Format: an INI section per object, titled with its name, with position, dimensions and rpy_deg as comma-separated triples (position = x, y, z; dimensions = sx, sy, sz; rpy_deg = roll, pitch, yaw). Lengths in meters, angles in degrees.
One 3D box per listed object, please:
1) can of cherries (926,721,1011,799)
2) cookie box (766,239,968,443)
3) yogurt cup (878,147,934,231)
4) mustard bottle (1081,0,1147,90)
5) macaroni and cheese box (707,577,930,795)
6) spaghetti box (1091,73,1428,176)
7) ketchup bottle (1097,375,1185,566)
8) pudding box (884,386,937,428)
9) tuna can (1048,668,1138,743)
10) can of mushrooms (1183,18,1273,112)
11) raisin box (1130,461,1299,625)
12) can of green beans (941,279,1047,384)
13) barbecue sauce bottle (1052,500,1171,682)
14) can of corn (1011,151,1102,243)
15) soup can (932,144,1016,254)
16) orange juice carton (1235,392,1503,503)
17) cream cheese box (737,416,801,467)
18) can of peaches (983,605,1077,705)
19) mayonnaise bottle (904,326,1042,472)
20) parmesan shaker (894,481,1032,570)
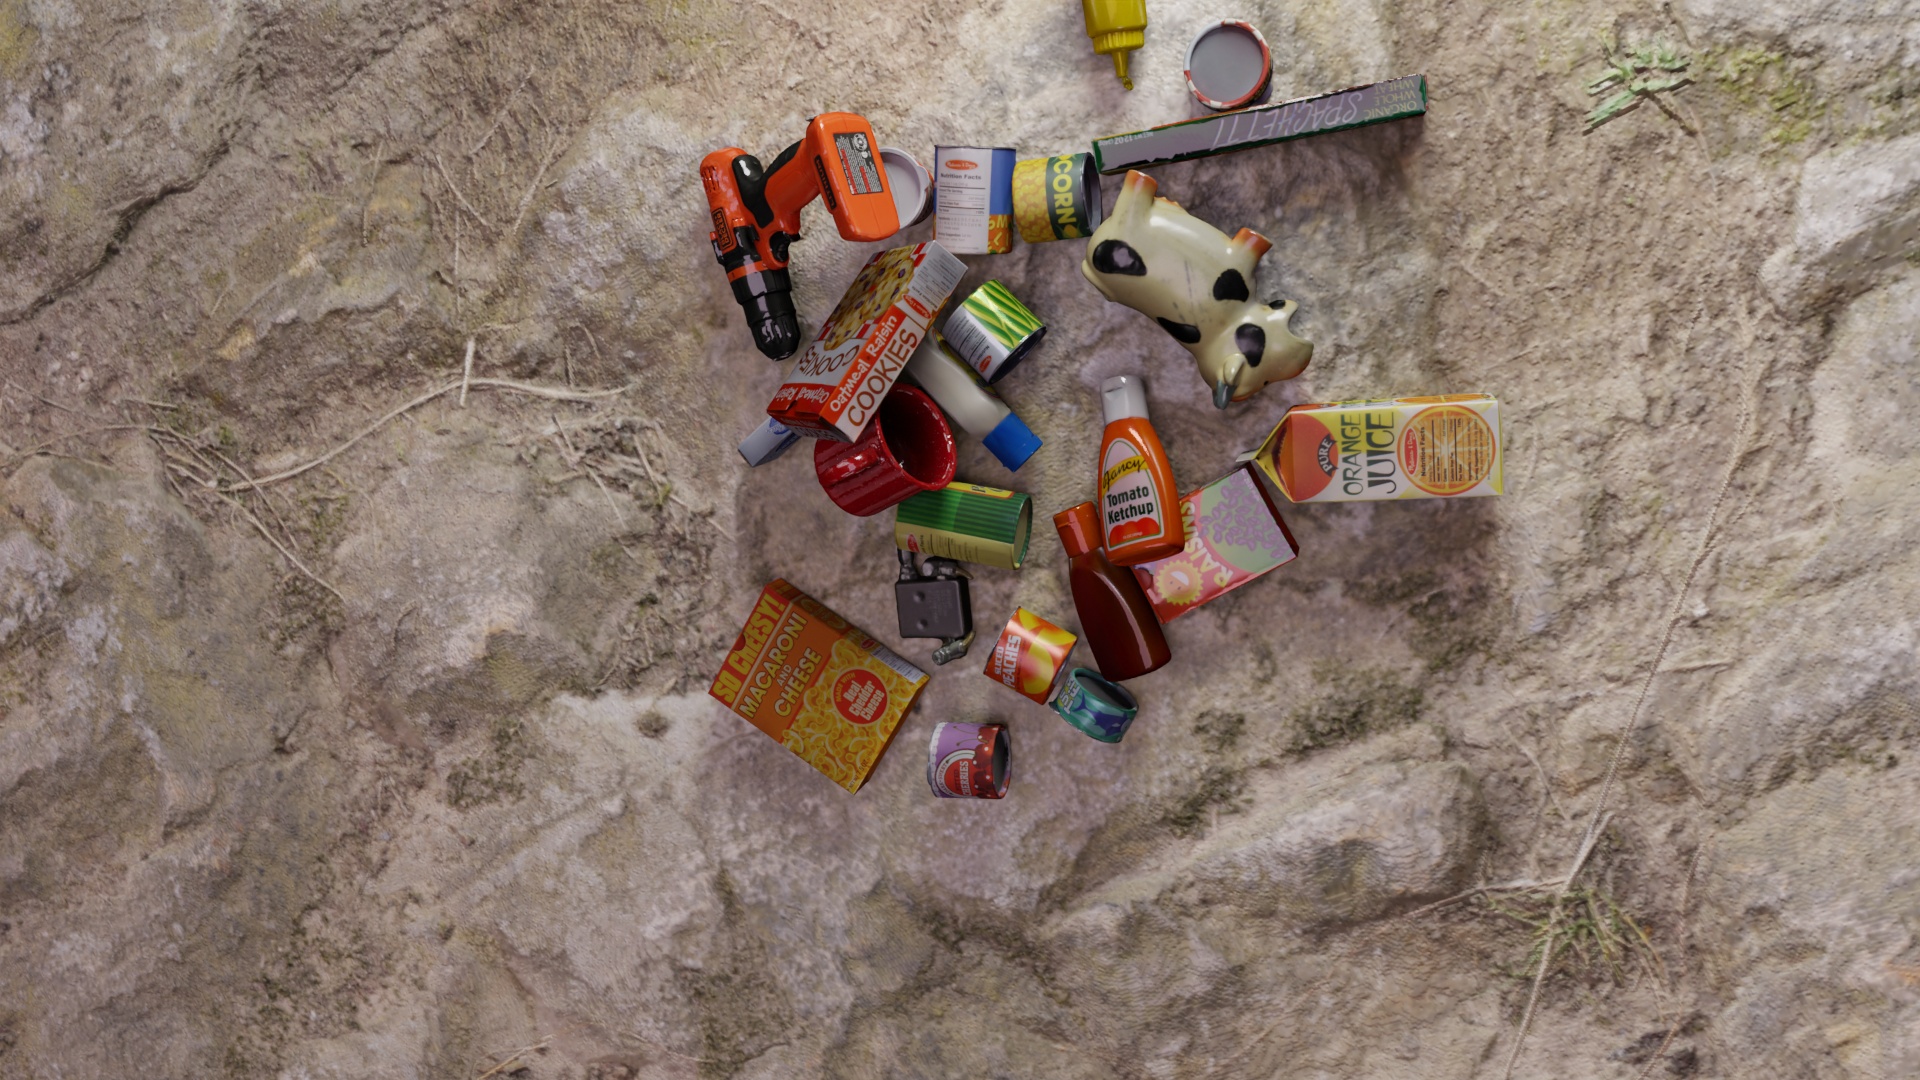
[can of cherries]
position = 0.008, 0.193, 1.205
dimensions = 0.058, 0.072, 0.071
rpy_deg = -1, 100, 17
[cookie box]
position = -0.078, -0.158, 1.106
dimensions = 0.040, 0.123, 0.168
rpy_deg = 37, 79, -25
[yogurt cup]
position = -0.053, -0.287, 1.144
dimensions = 0.072, 0.054, 0.072
rpy_deg = 3, 101, 16
[mustard bottle]
position = 0.115, -0.427, 1.064
dimensions = 0.049, 0.065, 0.159
rpy_deg = -6, 102, 14
[macaroni and cheese box]
position = -0.129, 0.130, 1.251
dimensions = 0.166, 0.040, 0.123
rpy_deg = 33, 107, 9
[spaghetti box]
position = 0.226, -0.315, 1.057
dimensions = 0.250, 0.050, 0.028
rpy_deg = -6, 100, 18
[ketchup bottle]
position = 0.138, -0.057, 1.110
dimensions = 0.064, 0.043, 0.149
rpy_deg = -16, 71, 31
[pudding box]
position = -0.065, -0.110, 1.183
dimensions = 0.083, 0.050, 0.030
rpy_deg = -8, 100, 19
[tuna can]
position = 0.112, 0.137, 1.165
dimensions = 0.071, 0.071, 0.032
rpy_deg = 30, 106, 10
[can of mushrooms]
position = 0.207, -0.362, 1.063
dimensions = 0.071, 0.033, 0.071
rpy_deg = 3, 100, 16
[raisin box]
position = 0.200, 0.002, 1.129
dimensions = 0.123, 0.040, 0.086
rpy_deg = -29, 92, 20
[can of green beans]
position = 0.027, -0.171, 1.135
dimensions = 0.058, 0.071, 0.071
rpy_deg = 46, 109, 5
[barbecue sauce bottle]
position = 0.121, 0.042, 1.155
dimensions = 0.064, 0.044, 0.148
rpy_deg = -21, 92, 46
[can of corn]
position = 0.076, -0.271, 1.099
dimensions = 0.058, 0.071, 0.071
rpy_deg = -3, 99, 18
[soup can]
position = 0.012, -0.276, 1.121
dimensions = 0.071, 0.071, 0.083
rpy_deg = 6, 107, 16
[orange juice carton]
position = 0.311, -0.070, 1.065
dimensions = 0.192, 0.072, 0.073
rpy_deg = -2, 99, 17
[cream cheese box]
position = -0.143, -0.106, 1.205
dimensions = 0.103, 0.053, 0.024
rpy_deg = -39, 89, 19
[can of peaches]
position = 0.059, 0.098, 1.173
dimensions = 0.058, 0.071, 0.071
rpy_deg = 28, 107, 9
[mayonnaise bottle]
position = 0.005, -0.121, 1.155
dimensions = 0.148, 0.065, 0.041
rpy_deg = 45, 106, 0
[parmesan shaker]
position = 0.004, -0.015, 1.173
dimensions = 0.103, 0.071, 0.071
rpy_deg = 10, 103, 14
